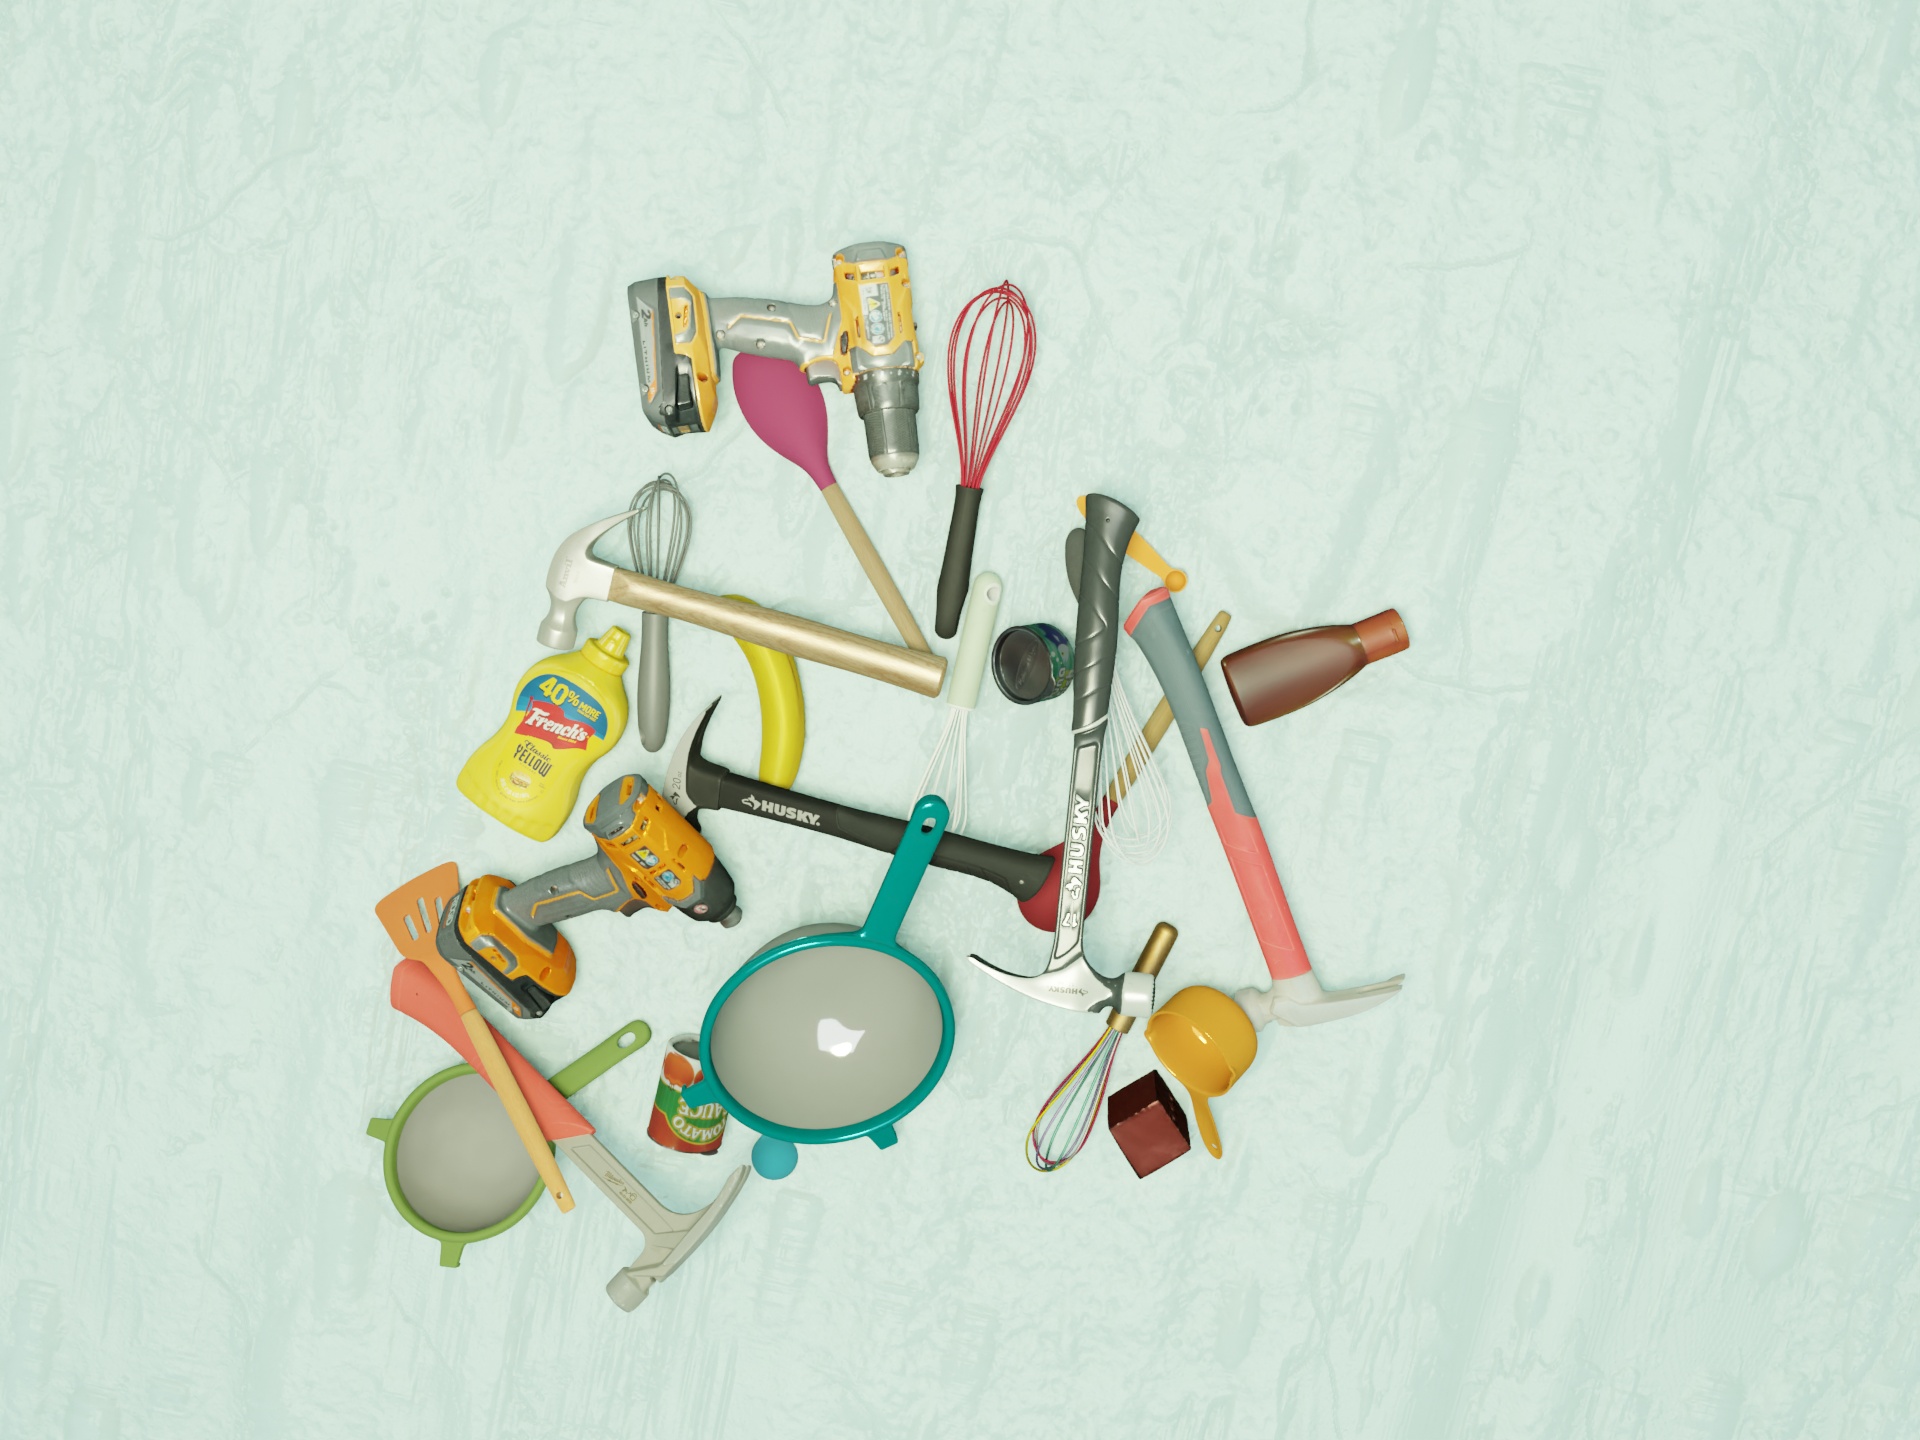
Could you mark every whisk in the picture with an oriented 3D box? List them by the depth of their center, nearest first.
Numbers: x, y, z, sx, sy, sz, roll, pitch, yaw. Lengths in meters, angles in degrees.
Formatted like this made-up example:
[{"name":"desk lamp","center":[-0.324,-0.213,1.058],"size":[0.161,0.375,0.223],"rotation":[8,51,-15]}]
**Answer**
[{"name":"whisk","center":[0.010,-0.210,1.302],"size":[0.073,0.073,0.295],"rotation":[10,103,2]},{"name":"whisk","center":[0.122,-0.021,1.307],"size":[0.070,0.070,0.285],"rotation":[-11,85,5]},{"name":"whisk","center":[-0.002,-0.004,1.338],"size":[0.057,0.059,0.246],"rotation":[10,95,-35]},{"name":"whisk","center":[-0.255,-0.089,1.340],"size":[0.055,0.055,0.239],"rotation":[5,102,3]},{"name":"whisk","center":[0.122,0.283,1.368],"size":[0.047,0.051,0.245],"rotation":[27,95,5]}]

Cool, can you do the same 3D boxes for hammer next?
[{"name":"hammer","center":[0.095,0.023,1.258],"size":[0.149,0.036,0.409],"rotation":[5,86,9]},{"name":"hammer","center":[-0.172,-0.082,1.298],"size":[0.331,0.031,0.130],"rotation":[16,103,-3]},{"name":"hammer","center":[0.237,0.070,1.305],"size":[0.143,0.038,0.386],"rotation":[-18,99,26]},{"name":"hammer","center":[-0.086,0.082,1.316],"size":[0.335,0.035,0.146],"rotation":[14,117,9]},{"name":"hammer","center":[-0.349,0.320,1.351],"size":[0.359,0.036,0.149],"rotation":[40,81,16]}]

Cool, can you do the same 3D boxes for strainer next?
[{"name":"strainer","center":[-0.090,0.192,1.321],"size":[0.211,0.095,0.340],"rotation":[18,110,-18]},{"name":"strainer","center":[-0.378,0.350,1.402],"size":[0.256,0.069,0.152],"rotation":[-35,72,-10]}]

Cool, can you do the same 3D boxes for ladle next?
[{"name":"ladle","center":[0.143,0.045,1.344],"size":[0.069,0.031,0.315],"rotation":[30,97,-2]}]

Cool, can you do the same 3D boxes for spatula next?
[{"name":"spatula","center":[-0.401,0.268,1.343],"size":[0.081,0.041,0.323],"rotation":[-31,77,-5]}]

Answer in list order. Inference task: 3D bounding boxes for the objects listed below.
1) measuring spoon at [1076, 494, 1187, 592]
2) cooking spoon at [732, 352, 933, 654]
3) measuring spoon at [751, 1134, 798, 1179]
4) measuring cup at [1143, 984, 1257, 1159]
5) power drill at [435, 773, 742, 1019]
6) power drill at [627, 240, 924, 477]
[{"name":"measuring spoon","center":[0.142,-0.148,1.327],"size":[0.117,0.011,0.021],"rotation":[41,98,1]},{"name":"cooking spoon","center":[-0.097,-0.173,1.332],"size":[0.069,0.017,0.319],"rotation":[-29,94,7]},{"name":"measuring spoon","center":[-0.168,0.347,1.402],"size":[0.042,0.021,0.128],"rotation":[-2,99,3]},{"name":"measuring cup","center":[0.217,0.301,1.360],"size":[0.052,0.095,0.173],"rotation":[-38,127,-31]},{"name":"power drill","center":[-0.303,0.158,1.332],"size":[0.226,0.084,0.164],"rotation":[-32,121,15]},{"name":"power drill","center":[-0.141,-0.279,1.278],"size":[0.226,0.084,0.185],"rotation":[-8,89,-3]}]
